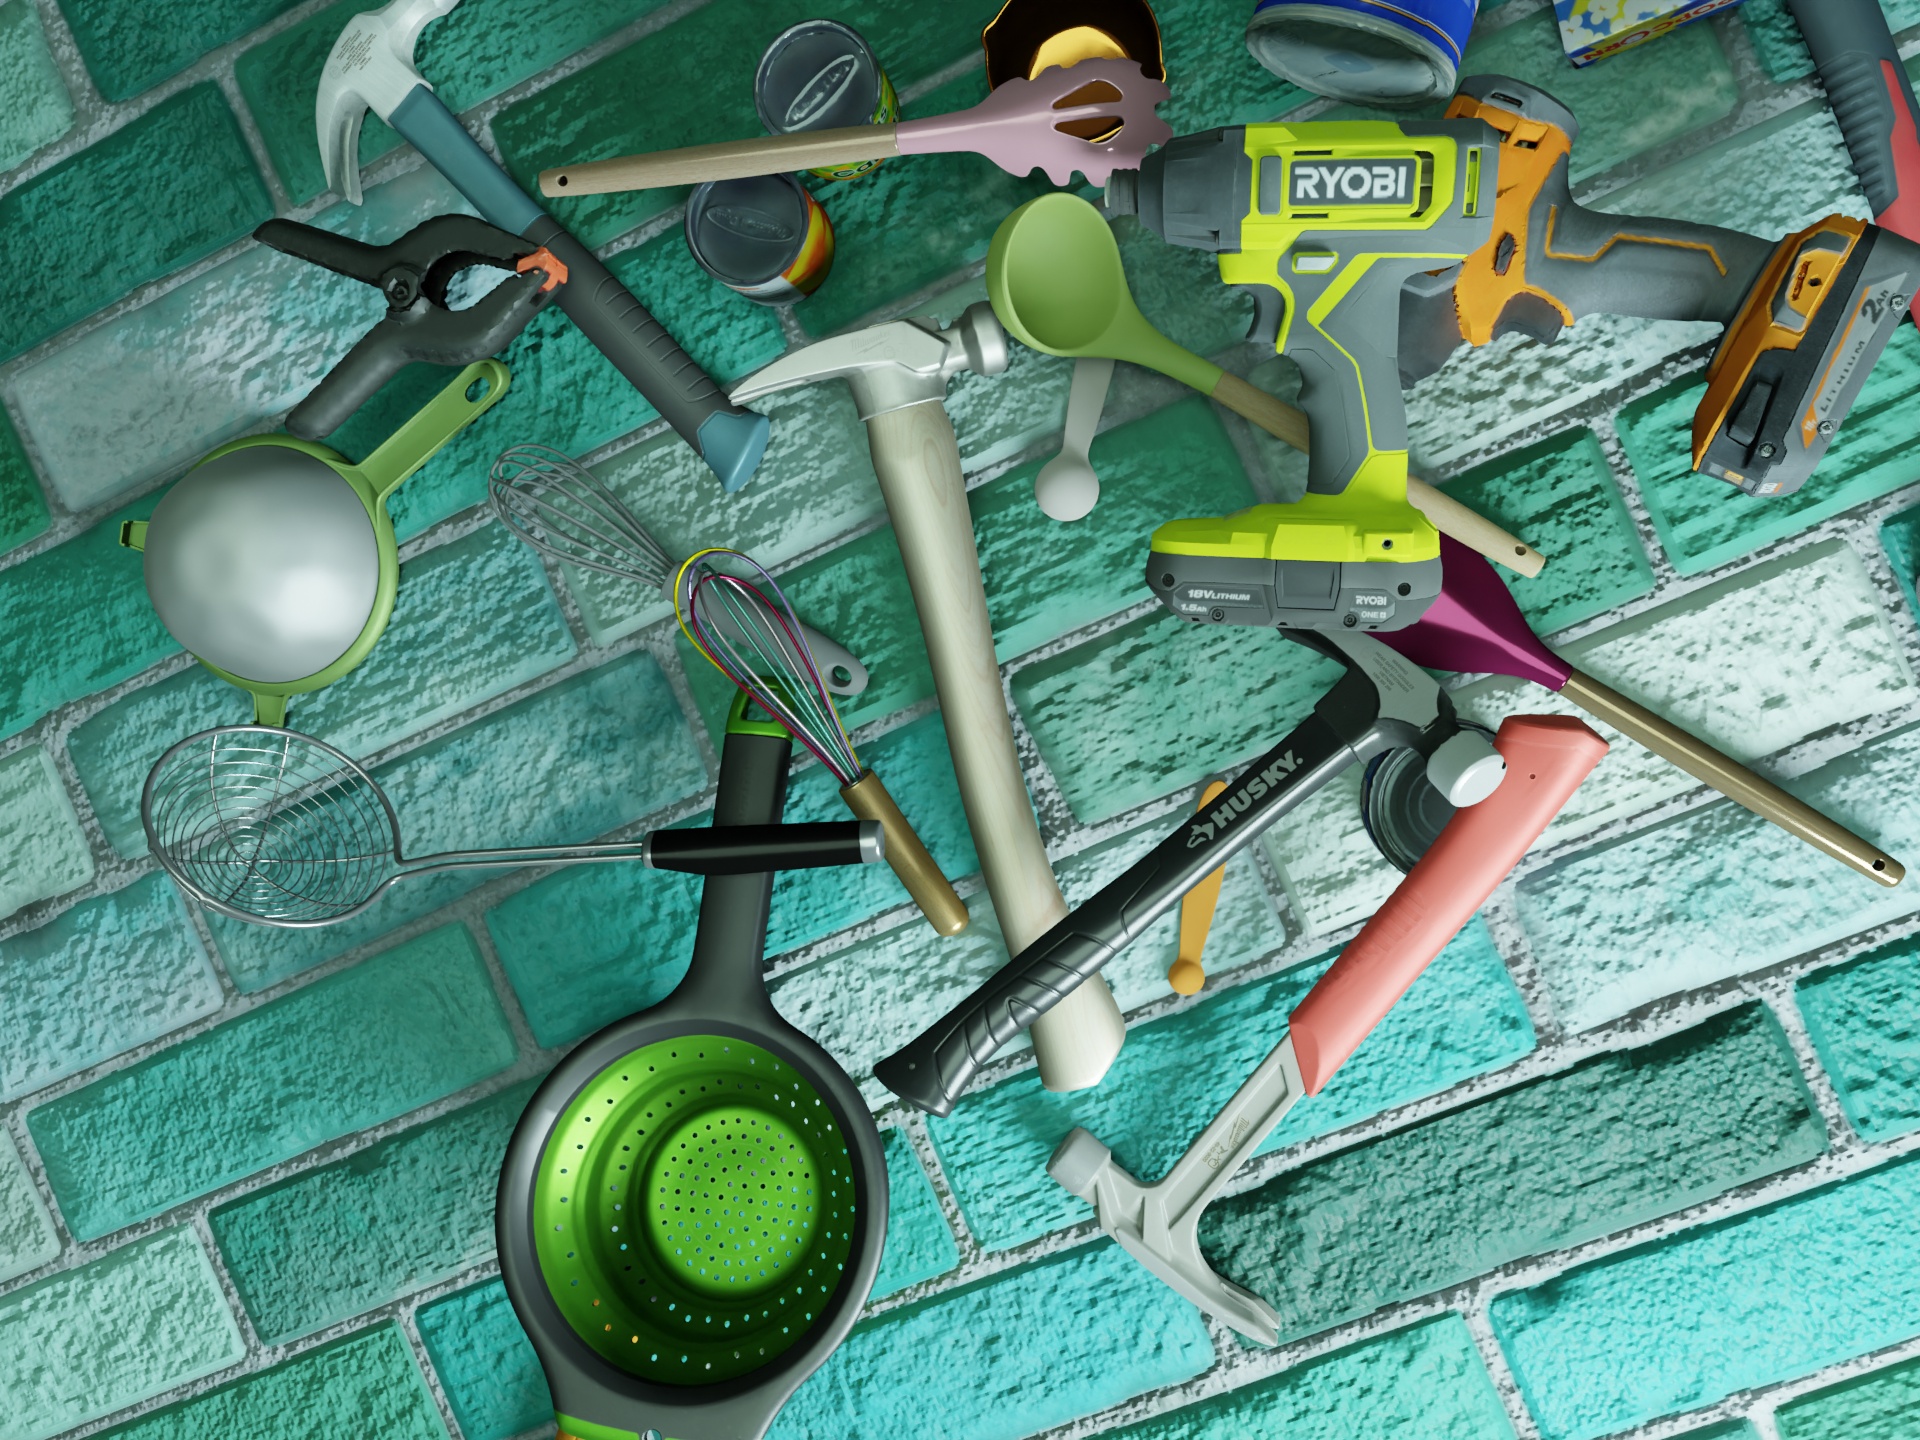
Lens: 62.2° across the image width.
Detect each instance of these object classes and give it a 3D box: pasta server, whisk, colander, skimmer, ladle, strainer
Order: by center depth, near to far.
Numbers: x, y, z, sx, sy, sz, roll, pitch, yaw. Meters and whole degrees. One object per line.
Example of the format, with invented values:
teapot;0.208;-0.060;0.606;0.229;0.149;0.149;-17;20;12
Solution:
pasta server;-0.055;-0.282;0.784;0.316;0.040;0.060;-3;101;11
ladle;0.154;-0.160;0.795;0.320;0.062;0.078;31;78;2
skimmer;-0.223;0.049;0.811;0.363;0.127;0.090;-3;130;5
whisk;-0.071;0.015;0.835;0.047;0.051;0.245;-39;104;-23
colander;-0.122;0.176;0.860;0.204;0.094;0.397;4;76;10
whisk;-0.154;-0.079;0.863;0.239;0.055;0.055;30;98;2
strainer;-0.357;-0.119;0.879;0.256;0.069;0.151;-37;87;11

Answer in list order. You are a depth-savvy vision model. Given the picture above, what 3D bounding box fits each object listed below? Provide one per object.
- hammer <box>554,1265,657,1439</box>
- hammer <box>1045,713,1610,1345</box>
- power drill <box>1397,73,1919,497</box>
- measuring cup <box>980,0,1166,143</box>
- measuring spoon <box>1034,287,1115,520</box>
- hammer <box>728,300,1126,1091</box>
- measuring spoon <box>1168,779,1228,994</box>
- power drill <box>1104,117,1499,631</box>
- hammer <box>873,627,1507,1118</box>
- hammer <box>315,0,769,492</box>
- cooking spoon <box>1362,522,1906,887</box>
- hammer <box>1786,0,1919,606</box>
hammer;-0.230;0.472;0.913;0.127;0.034;0.337;21;97;8
hammer;0.201;0.148;0.796;0.149;0.037;0.359;37;108;6
power drill;0.303;-0.190;0.750;0.227;0.084;0.164;29;98;19
measuring cup;0.071;-0.369;0.804;0.095;0.052;0.173;17;94;8
measuring spoon;0.065;-0.166;0.833;0.034;0.018;0.124;13;94;9
hammer;-0.001;-0.003;0.835;0.146;0.038;0.410;-15;93;-2
measuring spoon;0.128;0.089;0.841;0.021;0.011;0.117;10;95;9
power drill;0.151;-0.160;0.738;0.171;0.080;0.223;3;104;13
hammer;0.091;0.079;0.786;0.335;0.035;0.146;-40;50;6
hammer;-0.223;-0.256;0.867;0.128;0.033;0.331;-44;86;8
cooking spoon;0.327;-0.007;0.800;0.319;0.017;0.069;32;98;7
hammer;0.469;-0.243;0.752;0.143;0.038;0.386;-21;90;9
